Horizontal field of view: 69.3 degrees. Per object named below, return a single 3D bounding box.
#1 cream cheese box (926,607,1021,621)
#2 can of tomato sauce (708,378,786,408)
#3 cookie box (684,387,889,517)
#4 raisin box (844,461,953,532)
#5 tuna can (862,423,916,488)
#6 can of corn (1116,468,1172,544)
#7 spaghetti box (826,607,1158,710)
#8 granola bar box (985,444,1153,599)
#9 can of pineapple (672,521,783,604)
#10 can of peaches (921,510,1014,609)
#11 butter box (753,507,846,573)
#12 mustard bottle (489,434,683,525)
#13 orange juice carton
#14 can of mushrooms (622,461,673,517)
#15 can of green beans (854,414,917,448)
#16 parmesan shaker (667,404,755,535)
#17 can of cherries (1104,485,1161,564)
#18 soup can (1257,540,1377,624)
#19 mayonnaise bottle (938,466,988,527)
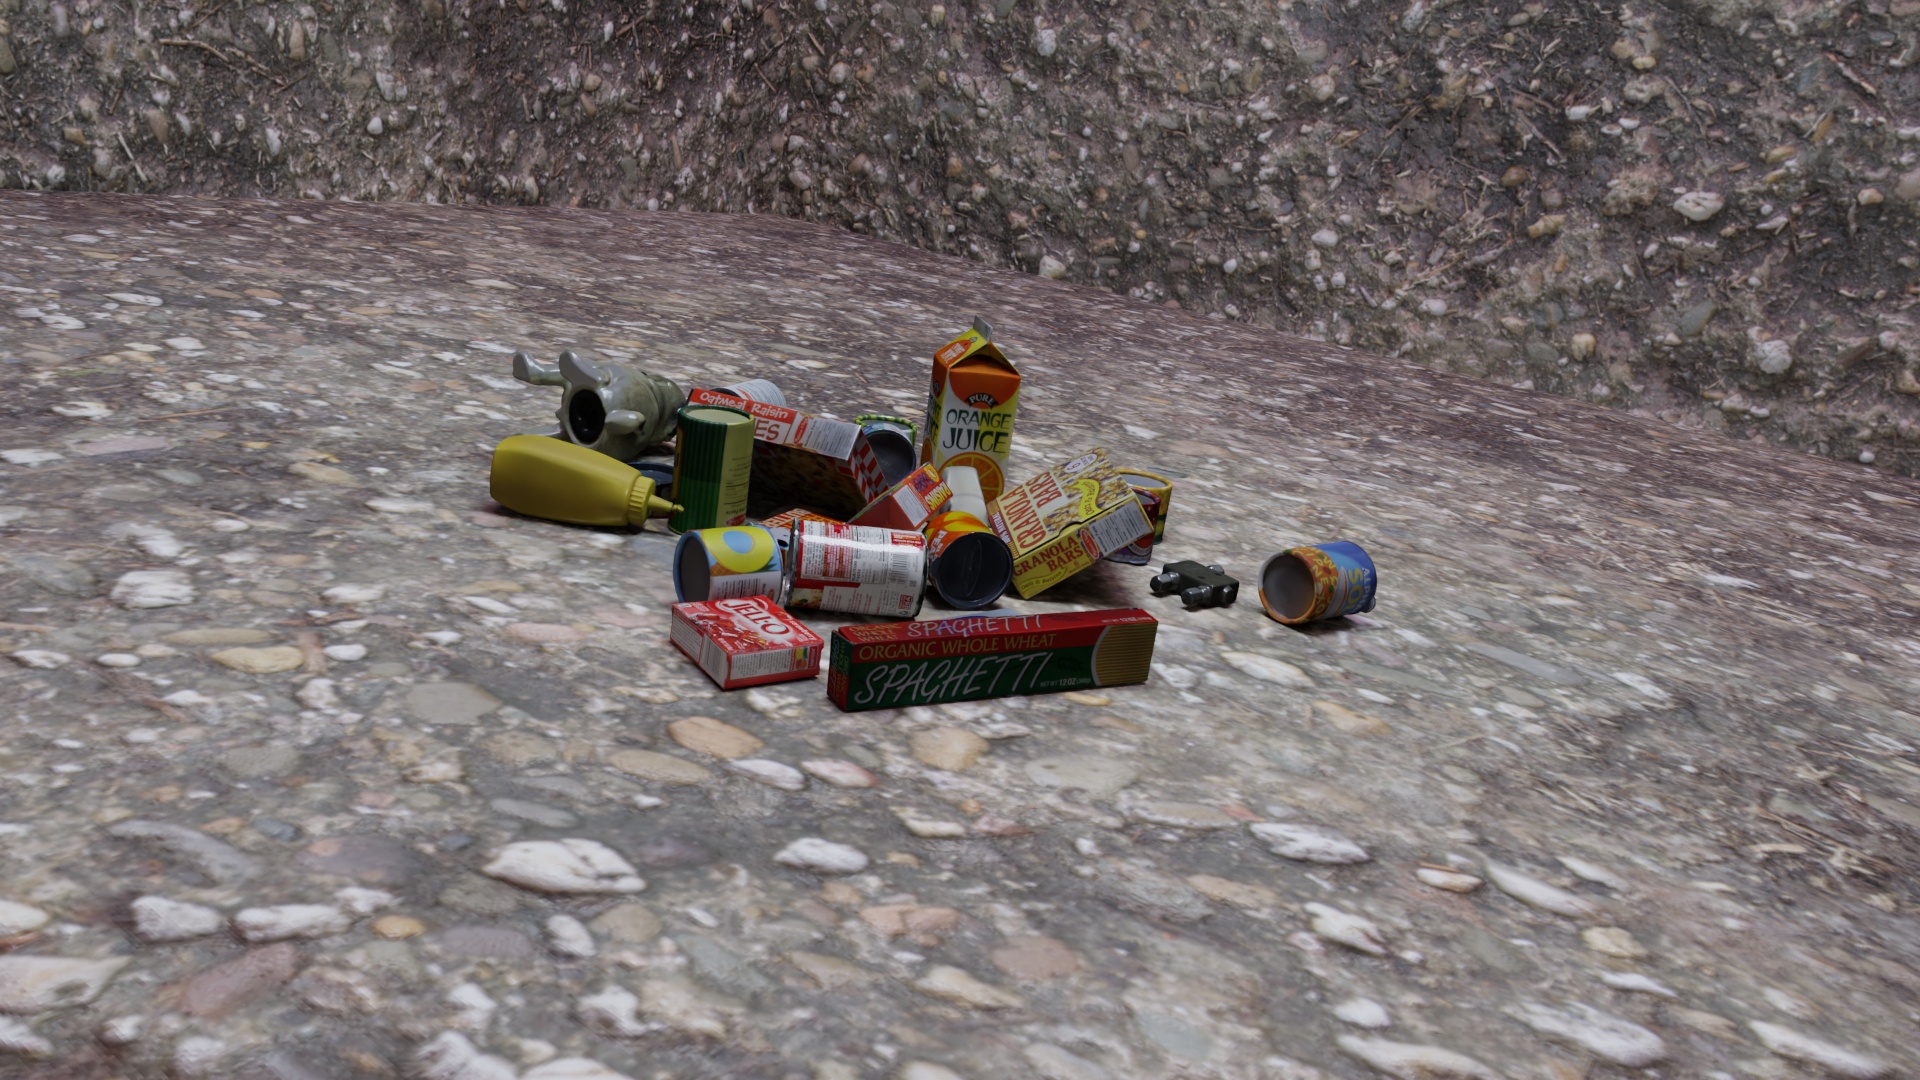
[{"bbox_3d":[0.012,0.075,1.011,0.104,0.024,0.053,-6,24,-39],"label":"cream cheese box"},{"bbox_3d":[-0.234,-0.134,1.478,0.071,0.071,0.083,14,18,17],"label":"can of tomato sauce"},{"bbox_3d":[-0.158,-0.078,1.268,0.167,0.040,0.122,14,-22,17],"label":"cookie box"},{"bbox_3d":[-0.063,-0.016,1.159,0.040,0.086,0.124,53,21,-3],"label":"raisin box"},{"bbox_3d":[-0.080,-0.081,1.390,0.071,0.071,0.033,6,16,-9],"label":"tuna can"},{"bbox_3d":[0.175,-0.034,1.374,0.071,0.058,0.071,8,18,-2],"label":"can of corn"},{"bbox_3d":[0.027,0.080,0.960,0.251,0.050,0.029,-2,19,-30],"label":"spaghetti box"},{"bbox_3d":[0.090,-0.021,1.219,0.124,0.039,0.166,-28,19,4],"label":"granola bar box"},{"bbox_3d":[-0.171,0.022,1.015,0.058,0.070,0.071,-5,22,-37],"label":"can of pineapple"},{"bbox_3d":[0.000,0.015,1.122,0.071,0.071,0.058,2,18,-20],"label":"can of peaches"},{"bbox_3d":[-0.144,0.000,1.169,0.053,0.024,0.104,16,19,21],"label":"butter box"},{"bbox_3d":[-0.310,-0.043,1.165,0.160,0.065,0.049,14,22,-1],"label":"mustard bottle"},{"bbox_3d":[0.009,-0.116,1.327,0.073,0.192,0.072,4,19,-13],"label":"orange juice carton"},{"bbox_3d":[-0.276,-0.045,1.228,0.071,0.033,0.071,9,17,-3],"label":"can of mushrooms"},{"bbox_3d":[-0.081,-0.095,1.440,0.071,0.057,0.071,8,17,-2],"label":"can of green beans"},{"bbox_3d":[-0.213,-0.060,1.192,0.071,0.102,0.071,8,17,-2],"label":"parmesan shaker"},{"bbox_3d":[0.154,-0.016,1.308,0.071,0.058,0.072,8,17,-2],"label":"can of cherries"},{"bbox_3d":[0.311,0.038,1.206,0.084,0.071,0.071,-6,23,-39],"label":"soup can"},{"bbox_3d":[0.004,-0.015,1.233,0.041,0.064,0.148,1,22,-6],"label":"mayonnaise bottle"}]
